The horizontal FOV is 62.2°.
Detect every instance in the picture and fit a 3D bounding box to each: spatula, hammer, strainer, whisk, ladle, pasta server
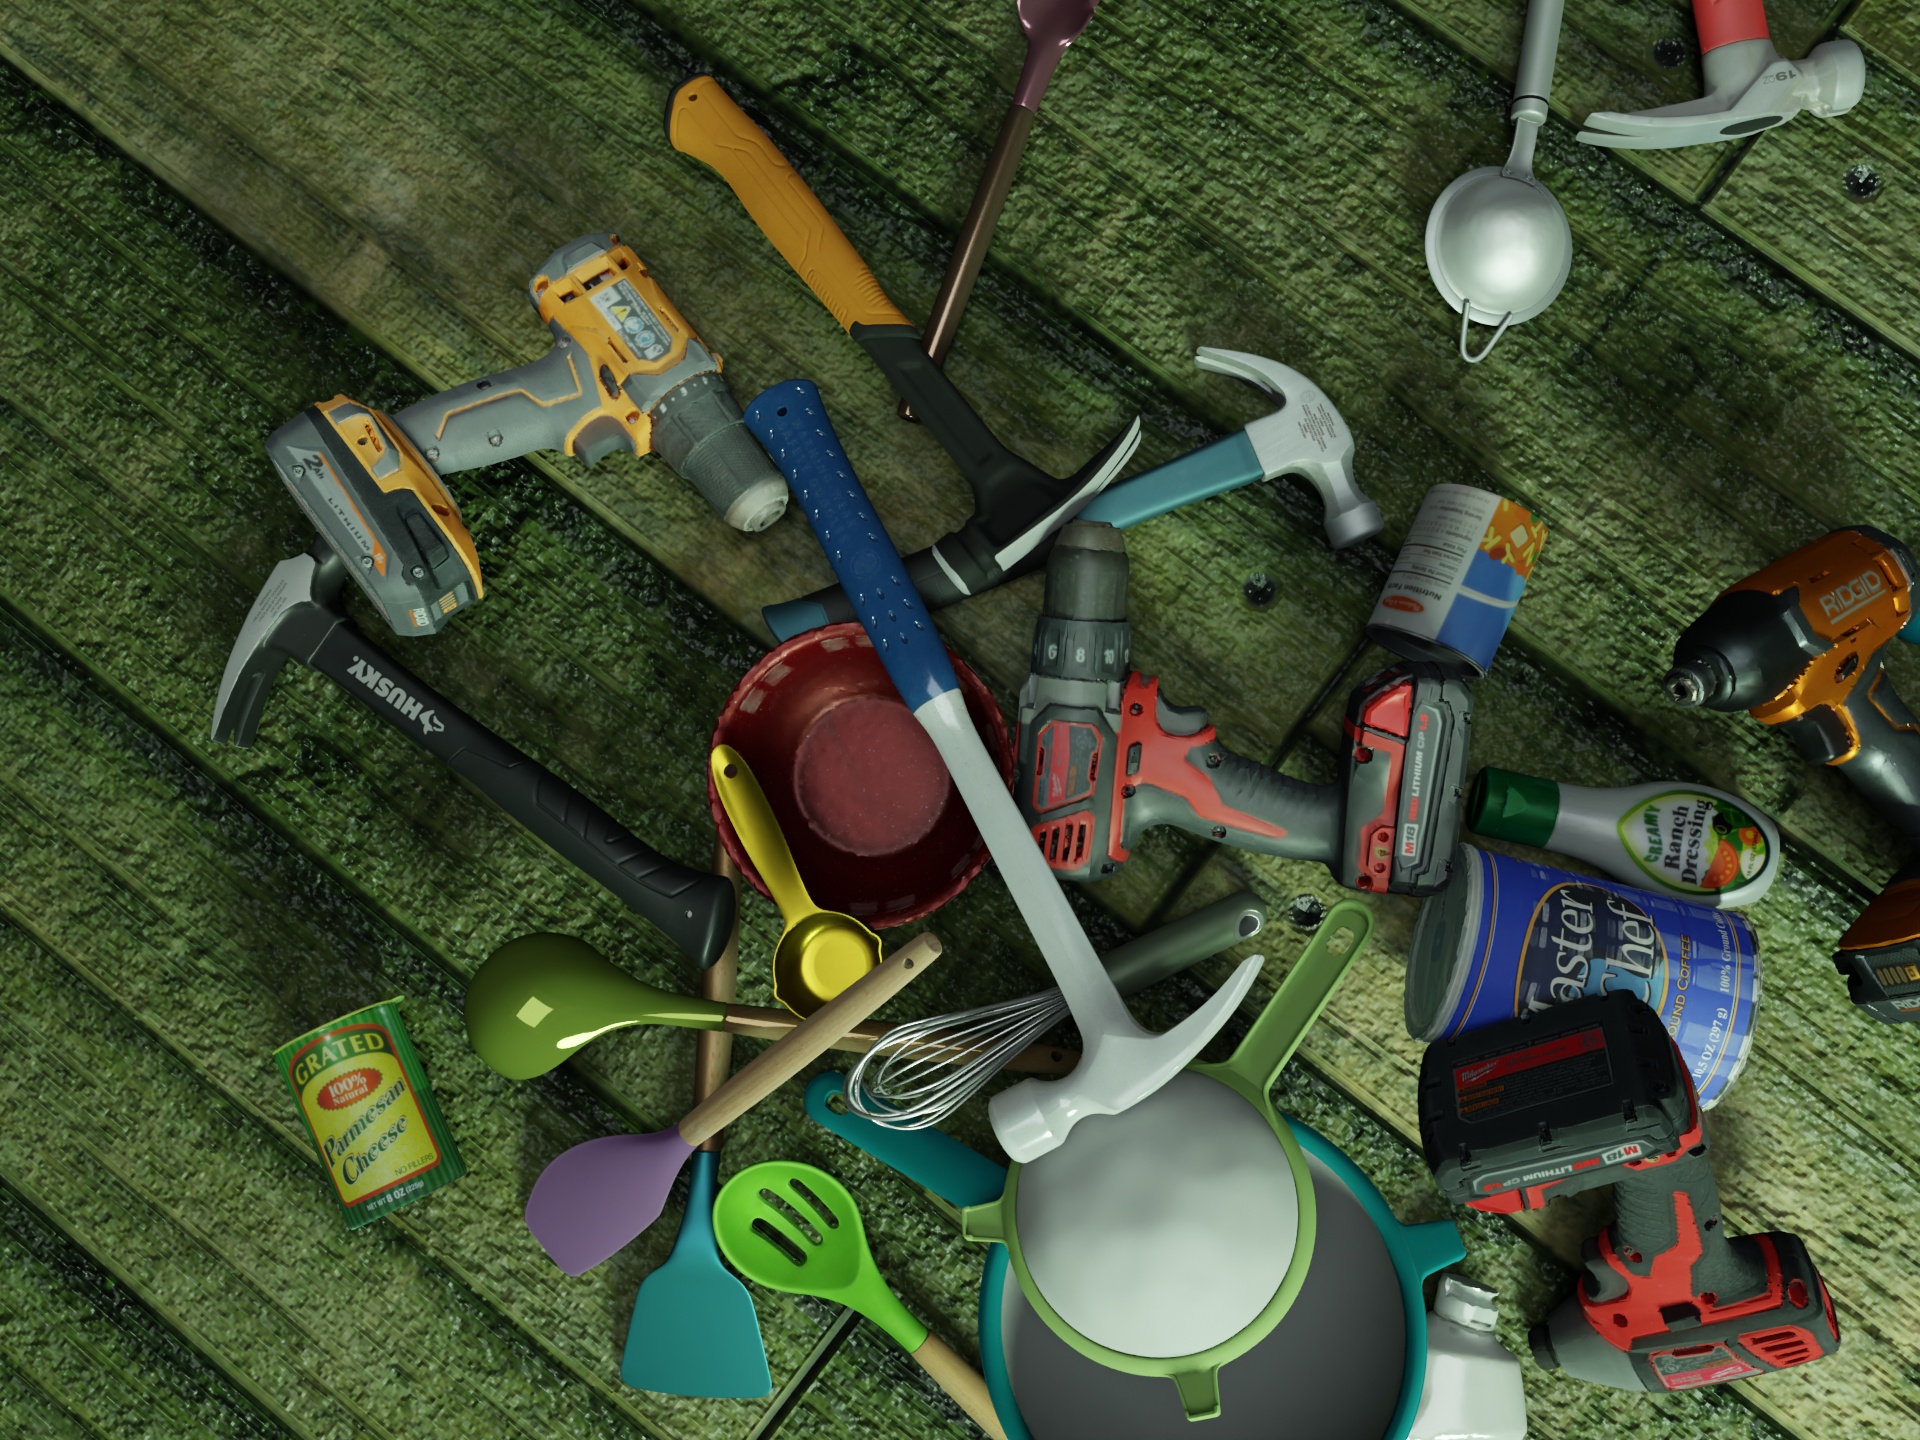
[{"bbox_3d":[-0.135,0.205,0.861,0.082,0.044,0.317,3,81,4],"label":"spatula"},{"bbox_3d":[0.383,-0.507,0.872,0.143,0.038,0.386,-8,85,5],"label":"hammer"},{"bbox_3d":[0.119,0.182,0.751,0.152,0.069,0.256,32,78,27],"label":"strainer"},{"bbox_3d":[-0.049,-0.232,0.863,0.127,0.034,0.337,-38,77,2],"label":"hammer"},{"bbox_3d":[0.053,0.142,0.813,0.246,0.059,0.057,-22,119,-18],"label":"whisk"},{"bbox_3d":[-0.257,0.027,0.856,0.335,0.035,0.146,34,88,14],"label":"hammer"},{"bbox_3d":[-0.122,0.193,0.800,0.316,0.018,0.060,-40,88,26],"label":"spatula"},{"bbox_3d":[-0.097,0.163,0.830,0.320,0.062,0.078,8,57,-5],"label":"ladle"},{"bbox_3d":[0.068,0.276,0.815,0.340,0.095,0.211,24,73,26],"label":"strainer"},{"bbox_3d":[-0.001,-0.002,0.780,0.144,0.035,0.406,-30,72,8],"label":"hammer"},{"bbox_3d":[0.052,-0.102,0.865,0.331,0.033,0.128,-21,85,2],"label":"hammer"},{"bbox_3d":[0.307,-0.324,0.863,0.087,0.050,0.258,12,83,-11],"label":"strainer"},{"bbox_3d":[0.023,-0.317,0.883,0.060,0.040,0.316,20,88,15],"label":"pasta server"}]

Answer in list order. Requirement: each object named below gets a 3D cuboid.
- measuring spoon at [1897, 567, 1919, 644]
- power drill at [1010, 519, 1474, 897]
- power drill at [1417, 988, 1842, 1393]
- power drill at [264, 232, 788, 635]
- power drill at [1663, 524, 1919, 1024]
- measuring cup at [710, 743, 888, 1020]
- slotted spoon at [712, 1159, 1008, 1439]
[{"bbox_3d":[0.554,-0.056,0.831,0.128,0.021,0.042,7,86,6],"label":"measuring spoon"},{"bbox_3d":[0.140,-0.003,0.819,0.226,0.080,0.188,5,97,7],"label":"power drill"},{"bbox_3d":[0.310,0.240,0.759,0.143,0.079,0.219,-25,116,26],"label":"power drill"},{"bbox_3d":[-0.220,-0.136,0.847,0.226,0.084,0.185,-37,84,-18],"label":"power drill"},{"bbox_3d":[0.442,0.029,0.780,0.164,0.084,0.226,-23,83,-27],"label":"power drill"},{"bbox_3d":[-0.087,0.082,0.813,0.062,0.029,0.157,-30,77,7],"label":"measuring cup"},{"bbox_3d":[-0.004,0.342,0.826,0.314,0.031,0.070,44,94,0],"label":"slotted spoon"}]
